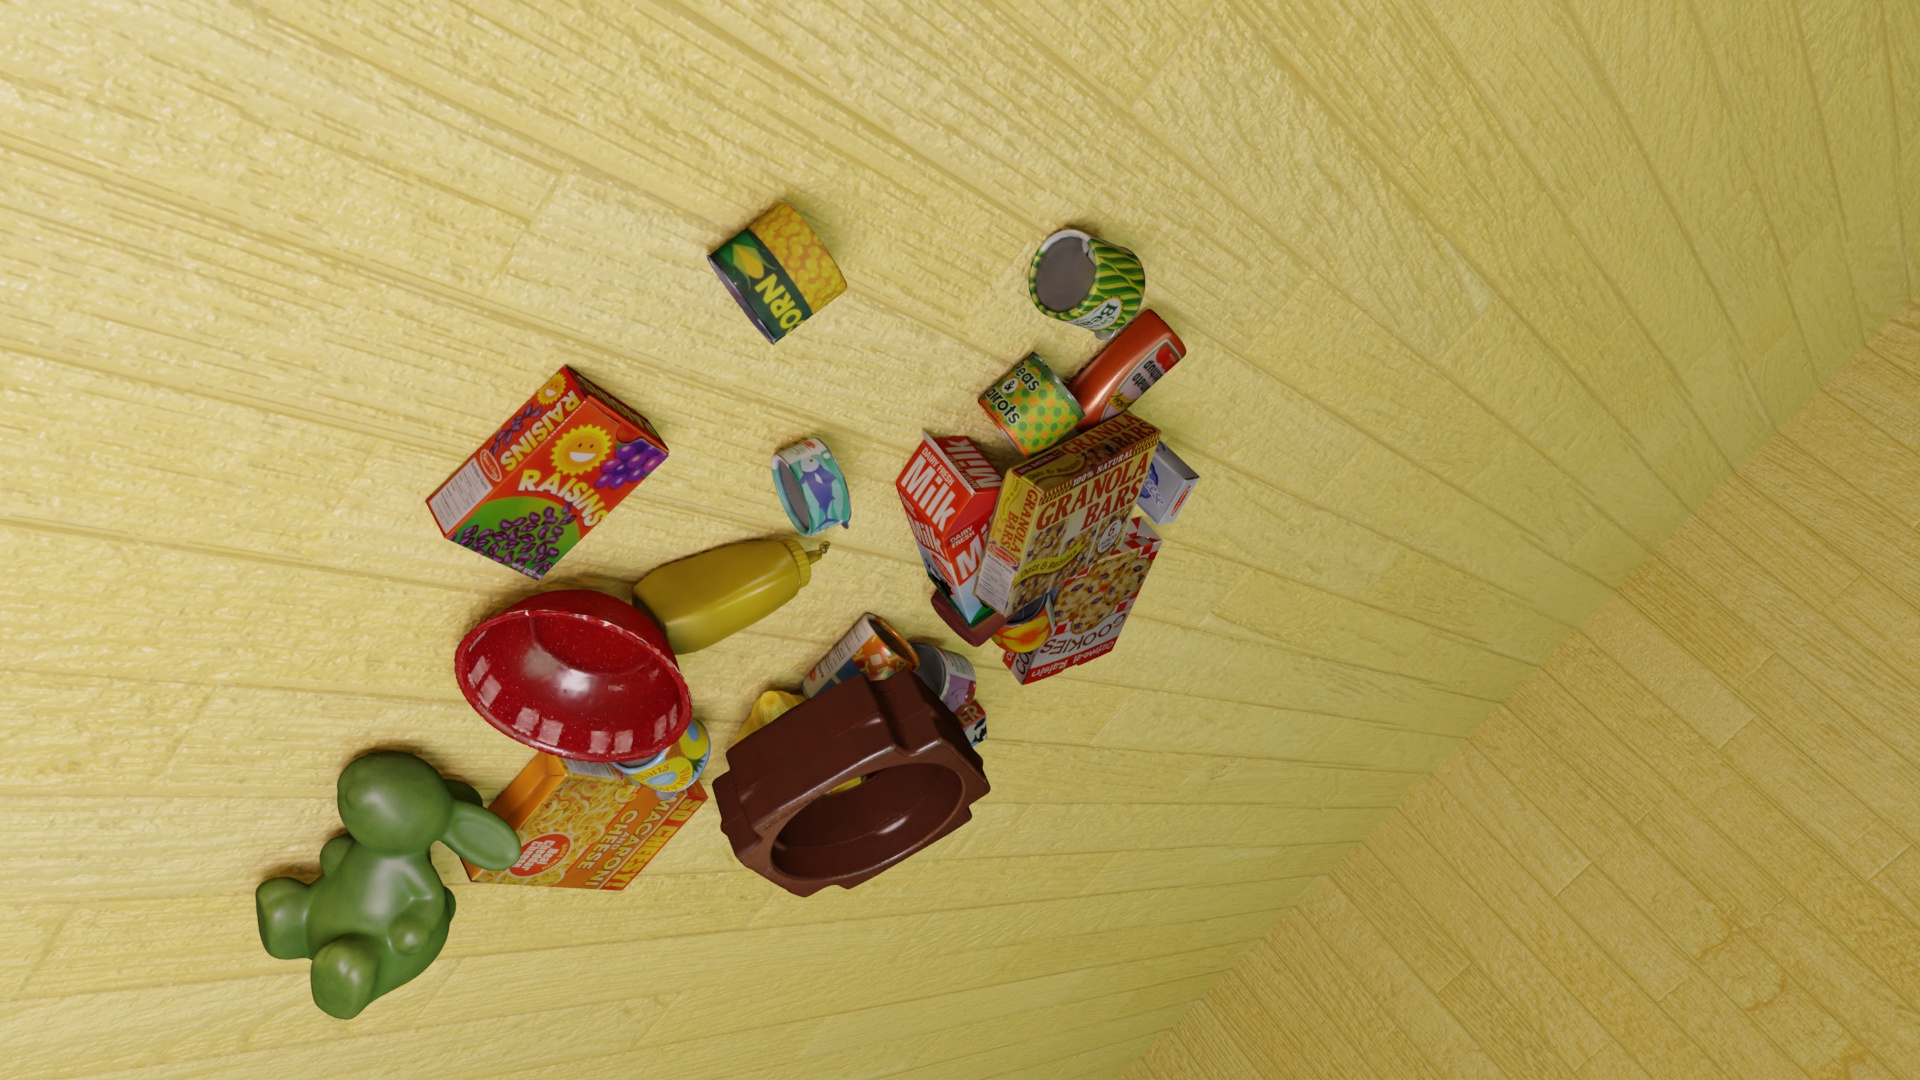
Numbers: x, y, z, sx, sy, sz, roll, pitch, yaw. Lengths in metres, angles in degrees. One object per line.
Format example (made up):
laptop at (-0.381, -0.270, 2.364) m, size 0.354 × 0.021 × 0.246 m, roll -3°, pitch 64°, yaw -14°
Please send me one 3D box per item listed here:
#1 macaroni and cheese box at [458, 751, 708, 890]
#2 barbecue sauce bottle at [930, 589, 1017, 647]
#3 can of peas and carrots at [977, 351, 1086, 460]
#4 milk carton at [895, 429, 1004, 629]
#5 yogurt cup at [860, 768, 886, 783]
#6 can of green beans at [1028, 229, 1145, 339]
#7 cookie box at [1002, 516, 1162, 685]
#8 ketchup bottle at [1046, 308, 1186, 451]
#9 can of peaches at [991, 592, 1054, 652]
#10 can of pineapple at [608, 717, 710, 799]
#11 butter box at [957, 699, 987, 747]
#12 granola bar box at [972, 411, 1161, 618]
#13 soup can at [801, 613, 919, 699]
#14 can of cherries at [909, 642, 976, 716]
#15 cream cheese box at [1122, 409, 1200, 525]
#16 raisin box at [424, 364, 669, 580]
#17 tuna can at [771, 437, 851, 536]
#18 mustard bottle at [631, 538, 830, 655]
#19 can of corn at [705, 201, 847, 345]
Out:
macaroni and cheese box at (-0.308, 0.230, 1.145) m, size 0.123 × 0.040 × 0.166 m, roll -47°, pitch 147°, yaw 11°
barbecue sauce bottle at (0.046, 0.026, 1.243) m, size 0.149 × 0.065 × 0.043 m, roll -42°, pitch 145°, yaw -13°
can of peas and carrots at (0.054, -0.104, 1.083) m, size 0.058 × 0.071 × 0.071 m, roll -41°, pitch 148°, yaw 2°
milk carton at (0.004, -0.014, 1.135) m, size 0.073 × 0.072 × 0.189 m, roll -34°, pitch 147°, yaw -11°
yogurt cup at (-0.079, 0.213, 1.348) m, size 0.072 × 0.054 × 0.072 m, roll -28°, pitch 147°, yaw -20°
can of green beans at (0.092, -0.189, 1.016) m, size 0.058 × 0.071 × 0.071 m, roll 6°, pitch 126°, yaw -49°
cookie box at (0.120, 0.062, 1.381) m, size 0.123 × 0.040 × 0.166 m, roll -16°, pitch 141°, yaw -33°
ketchup bottle at (0.118, -0.123, 1.147) m, size 0.148 × 0.043 × 0.064 m, roll -43°, pitch 154°, yaw 6°
can of peaches at (0.050, 0.064, 1.288) m, size 0.071 × 0.071 × 0.057 m, roll -34°, pitch 148°, yaw -9°
can of pineapple at (-0.241, 0.163, 1.102) m, size 0.071 × 0.071 × 0.057 m, roll -39°, pitch 147°, yaw -1°
butter box at (-0.020, 0.209, 1.433) m, size 0.104 × 0.024 × 0.052 m, roll -29°, pitch 147°, yaw -18°
granola bar box at (0.086, -0.024, 1.119) m, size 0.166 × 0.039 × 0.123 m, roll -28°, pitch 143°, yaw -45°
soup can at (-0.084, 0.117, 1.208) m, size 0.083 × 0.071 × 0.071 m, roll -46°, pitch 148°, yaw 10°
can of cherries at (-0.029, 0.133, 1.290) m, size 0.071 × 0.072 × 0.058 m, roll -48°, pitch 149°, yaw 12°
cream cheese box at (0.154, -0.066, 1.198) m, size 0.024 × 0.104 × 0.053 m, roll -14°, pitch 141°, yaw -42°
raisin box at (-0.255, -0.040, 0.865) m, size 0.123 × 0.040 × 0.086 m, roll -43°, pitch 147°, yaw 4°
tuna can at (-0.107, -0.035, 0.996) m, size 0.033 × 0.071 × 0.070 m, roll -24°, pitch 145°, yaw -21°
mustard bottle at (-0.162, 0.033, 1.032) m, size 0.161 × 0.065 × 0.048 m, roll -22°, pitch 140°, yaw -33°
can of corn at (-0.109, -0.160, 0.838) m, size 0.058 × 0.071 × 0.071 m, roll -38°, pitch 148°, yaw -5°
